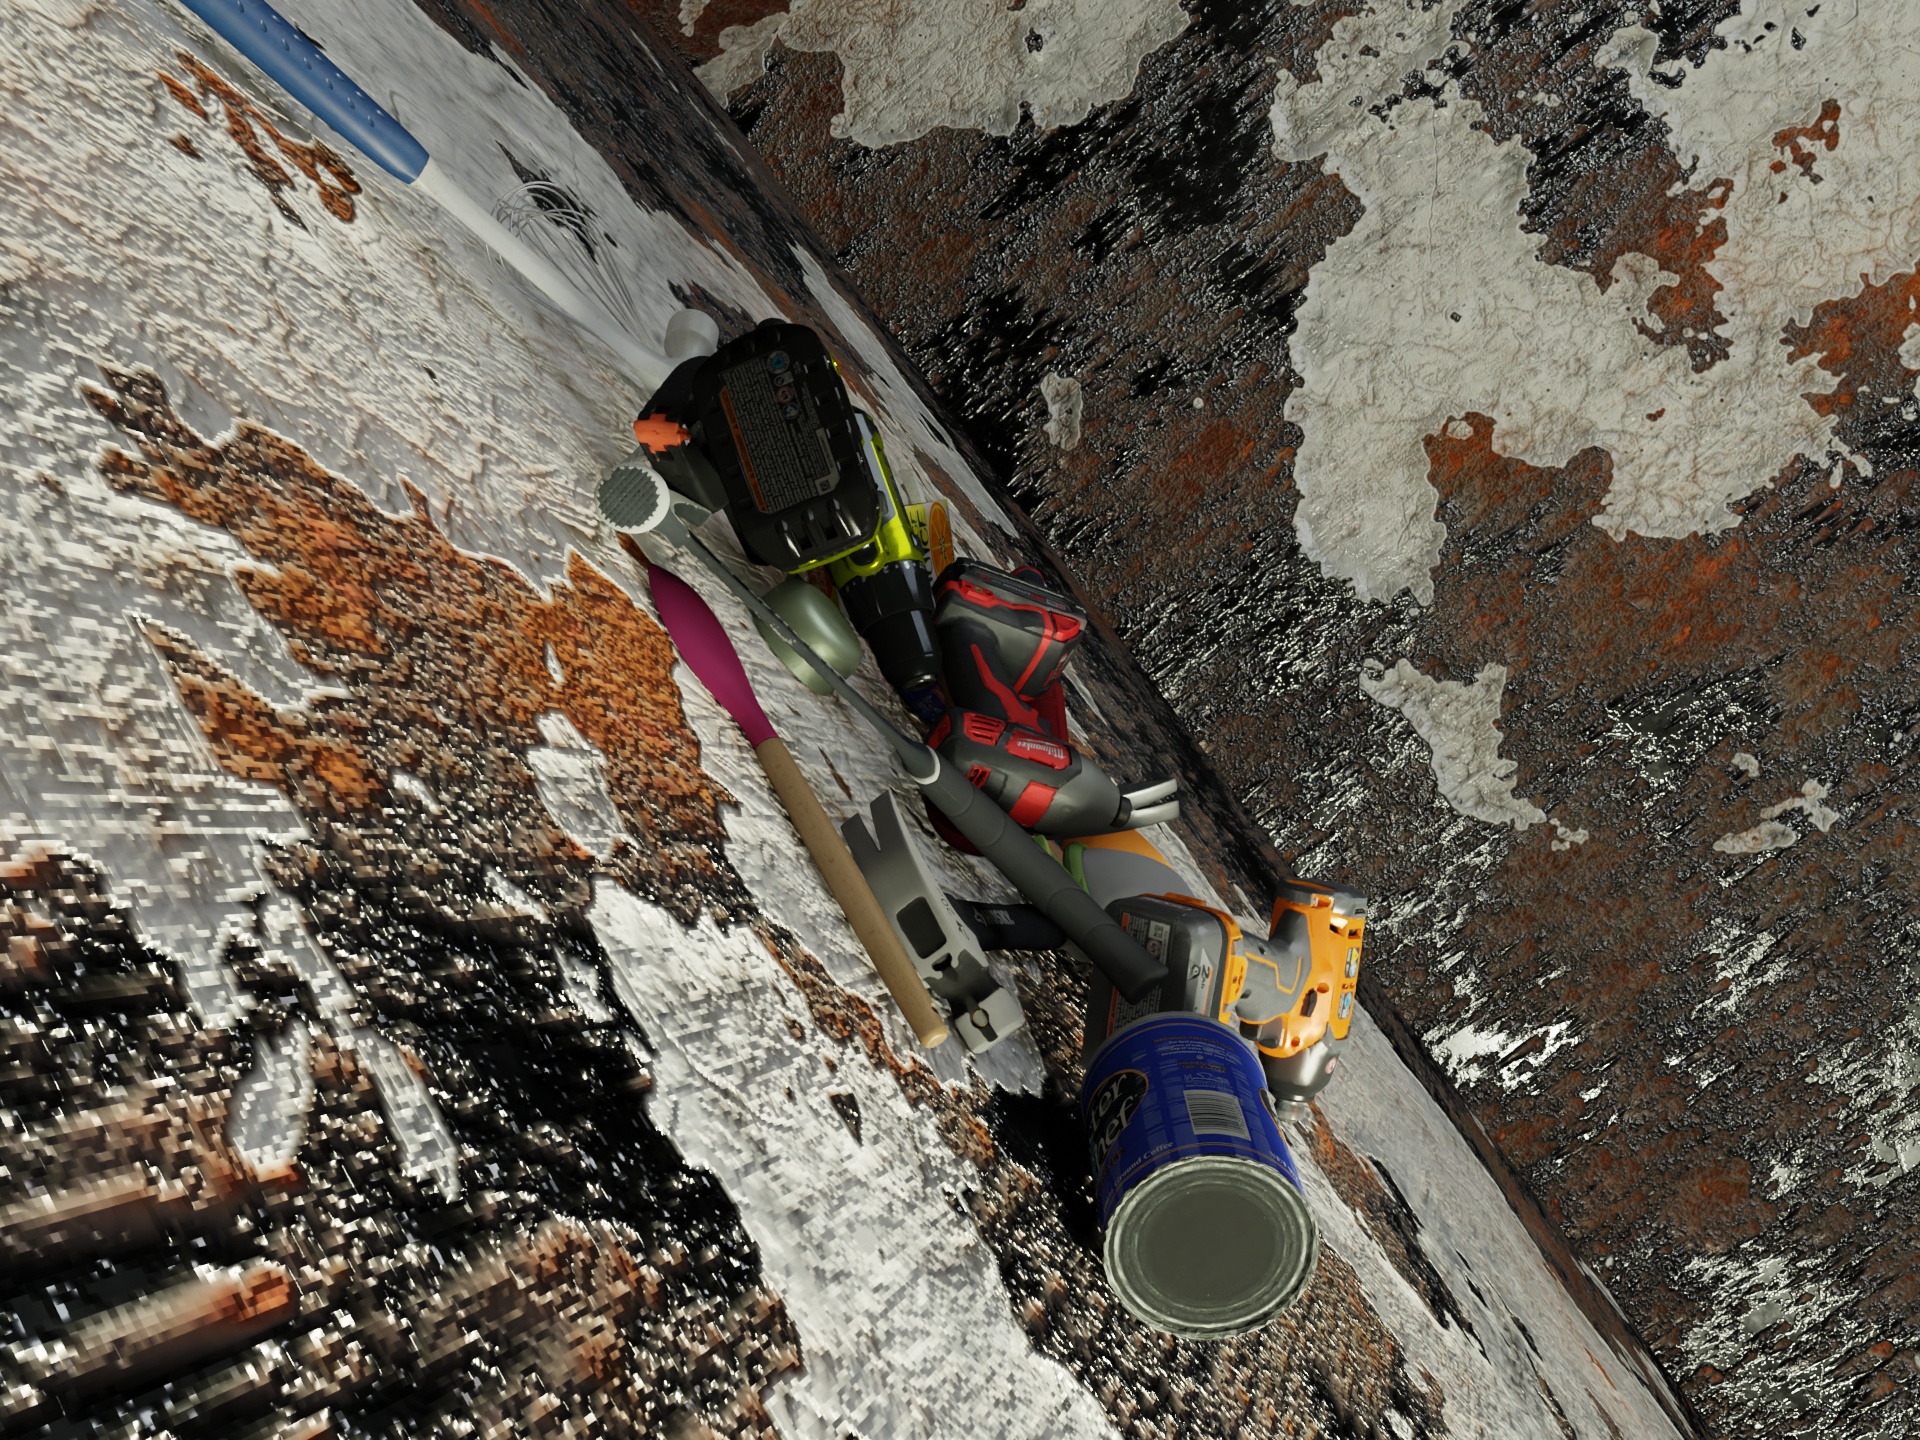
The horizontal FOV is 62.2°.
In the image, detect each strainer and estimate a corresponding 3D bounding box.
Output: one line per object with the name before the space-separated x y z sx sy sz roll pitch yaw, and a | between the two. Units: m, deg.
strainer | 0.112 0.119 1.039 0.256 0.069 0.152 49 19 -56

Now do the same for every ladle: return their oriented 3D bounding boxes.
ladle | -0.002 -0.004 1.133 0.069 0.031 0.316 12 34 -15

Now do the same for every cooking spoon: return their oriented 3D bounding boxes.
cooking spoon | -0.087 0.032 0.815 0.319 0.017 0.068 57 12 29

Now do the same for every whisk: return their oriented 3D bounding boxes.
whisk | -0.227 -0.262 1.104 0.284 0.070 0.070 47 11 -52

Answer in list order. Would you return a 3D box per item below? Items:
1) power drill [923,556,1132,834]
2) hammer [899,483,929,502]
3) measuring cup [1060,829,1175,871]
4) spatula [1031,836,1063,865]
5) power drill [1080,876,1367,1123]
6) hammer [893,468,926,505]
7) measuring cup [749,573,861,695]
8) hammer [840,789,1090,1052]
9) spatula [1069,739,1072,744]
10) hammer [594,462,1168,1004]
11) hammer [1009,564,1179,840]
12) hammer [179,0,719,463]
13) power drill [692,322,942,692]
power drill | 0.039 -0.009 1.079 0.143 0.078 0.220 19 33 -18
hammer | -0.055 -0.191 1.623 0.146 0.038 0.411 47 11 -18
measuring cup | 0.138 0.139 1.305 0.095 0.052 0.173 34 -16 41
spatula | 0.121 0.161 1.263 0.315 0.018 0.060 48 5 -24
power drill | 0.177 0.185 1.010 0.084 0.164 0.226 10 4 43
hammer | -0.100 -0.162 1.255 0.330 0.033 0.128 14 73 -64
measuring cup | -0.099 -0.076 1.057 0.083 0.038 0.168 48 14 -22
hammer | 0.029 0.121 0.969 0.146 0.035 0.334 56 11 16
spatula | 0.123 0.067 1.418 0.322 0.041 0.081 62 5 -28
hammer | -0.036 0.011 0.886 0.409 0.036 0.149 44 2 -4
hammer | 0.077 -0.028 1.246 0.387 0.143 0.038 -91 173 -60
hammer | -0.298 -0.301 0.899 0.405 0.035 0.144 39 39 -35
power drill | -0.072 -0.123 0.962 0.228 0.080 0.191 41 28 -75
